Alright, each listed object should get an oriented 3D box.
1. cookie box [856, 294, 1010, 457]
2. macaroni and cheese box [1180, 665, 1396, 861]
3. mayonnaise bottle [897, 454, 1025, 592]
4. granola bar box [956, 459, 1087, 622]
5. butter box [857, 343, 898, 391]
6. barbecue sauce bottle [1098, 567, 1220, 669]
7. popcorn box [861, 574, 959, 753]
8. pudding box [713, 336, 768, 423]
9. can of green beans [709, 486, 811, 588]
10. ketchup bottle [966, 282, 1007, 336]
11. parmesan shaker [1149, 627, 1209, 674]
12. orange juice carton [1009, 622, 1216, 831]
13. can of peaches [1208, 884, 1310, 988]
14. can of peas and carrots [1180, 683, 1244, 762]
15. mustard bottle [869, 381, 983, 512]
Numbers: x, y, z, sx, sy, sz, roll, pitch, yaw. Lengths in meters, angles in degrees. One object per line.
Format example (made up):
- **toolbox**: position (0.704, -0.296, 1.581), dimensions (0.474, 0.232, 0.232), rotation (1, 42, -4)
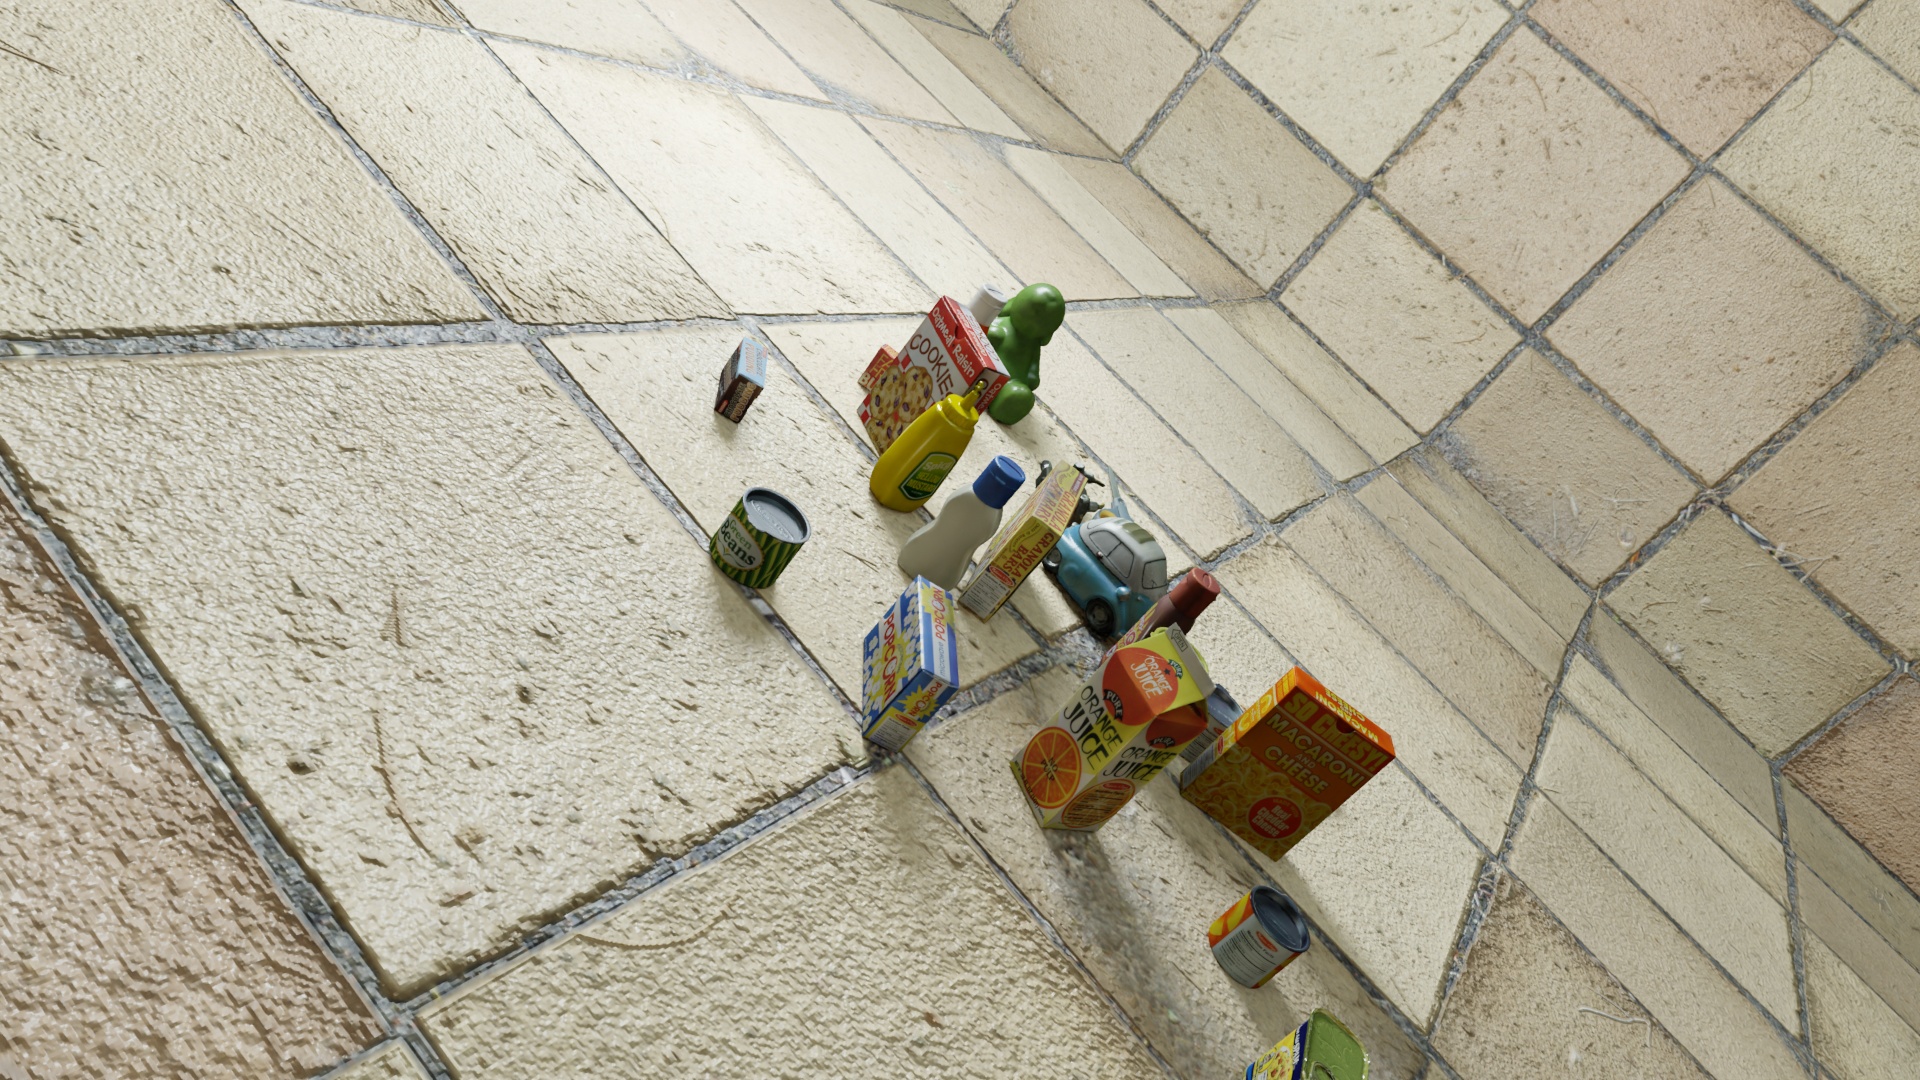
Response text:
- **cookie box**: position (-0.032, -0.154, 1.460), dimensions (0.040, 0.166, 0.123), rotation (15, 35, -41)
- **macaroni and cheese box**: position (0.311, 0.216, 1.330), dimensions (0.123, 0.165, 0.040), rotation (36, 26, -9)
- **mayonnaise bottle**: position (0.005, -0.016, 1.314), dimensions (0.065, 0.147, 0.041), rotation (40, 26, 0)
- **granola bar box**: position (0.065, -0.002, 1.397), dimensions (0.039, 0.123, 0.166), rotation (39, 26, -3)
- **butter box**: position (-0.062, -0.171, 1.575), dimensions (0.103, 0.053, 0.024), rotation (40, 26, 1)
- **barbecue sauce bottle**: position (0.201, 0.090, 1.403), dimensions (0.043, 0.148, 0.065), rotation (38, 26, -5)
- **popcorn box**: position (-0.042, 0.100, 1.140), dimensions (0.038, 0.085, 0.127), rotation (29, 28, -21)
- **pudding box**: position (-0.214, -0.158, 1.361), dimensions (0.030, 0.049, 0.084), rotation (29, 28, -21)
- **can of green beans**: position (-0.169, -0.002, 1.166), dimensions (0.071, 0.057, 0.071), rotation (31, 27, -18)
- **ketchup bottle**: position (-0.001, -0.238, 1.654), dimensions (0.065, 0.148, 0.044), rotation (8, 40, -48)
- **parmesan shaker**: position (0.180, 0.141, 1.347), dimensions (0.071, 0.102, 0.072), rotation (31, 27, -18)
- **orange juice carton**: position (0.135, 0.157, 1.161), dimensions (0.073, 0.192, 0.072), rotation (15, 35, -42)
- **can of peaches**: position (0.256, 0.338, 1.188), dimensions (0.071, 0.058, 0.071), rotation (31, 27, -18)
- **can of peas and carrots**: position (0.249, 0.186, 1.417), dimensions (0.071, 0.058, 0.071), rotation (31, 27, -18)
- **mustard bottle**: position (-0.026, -0.097, 1.386), dimensions (0.065, 0.159, 0.049), rotation (11, 38, -45)
